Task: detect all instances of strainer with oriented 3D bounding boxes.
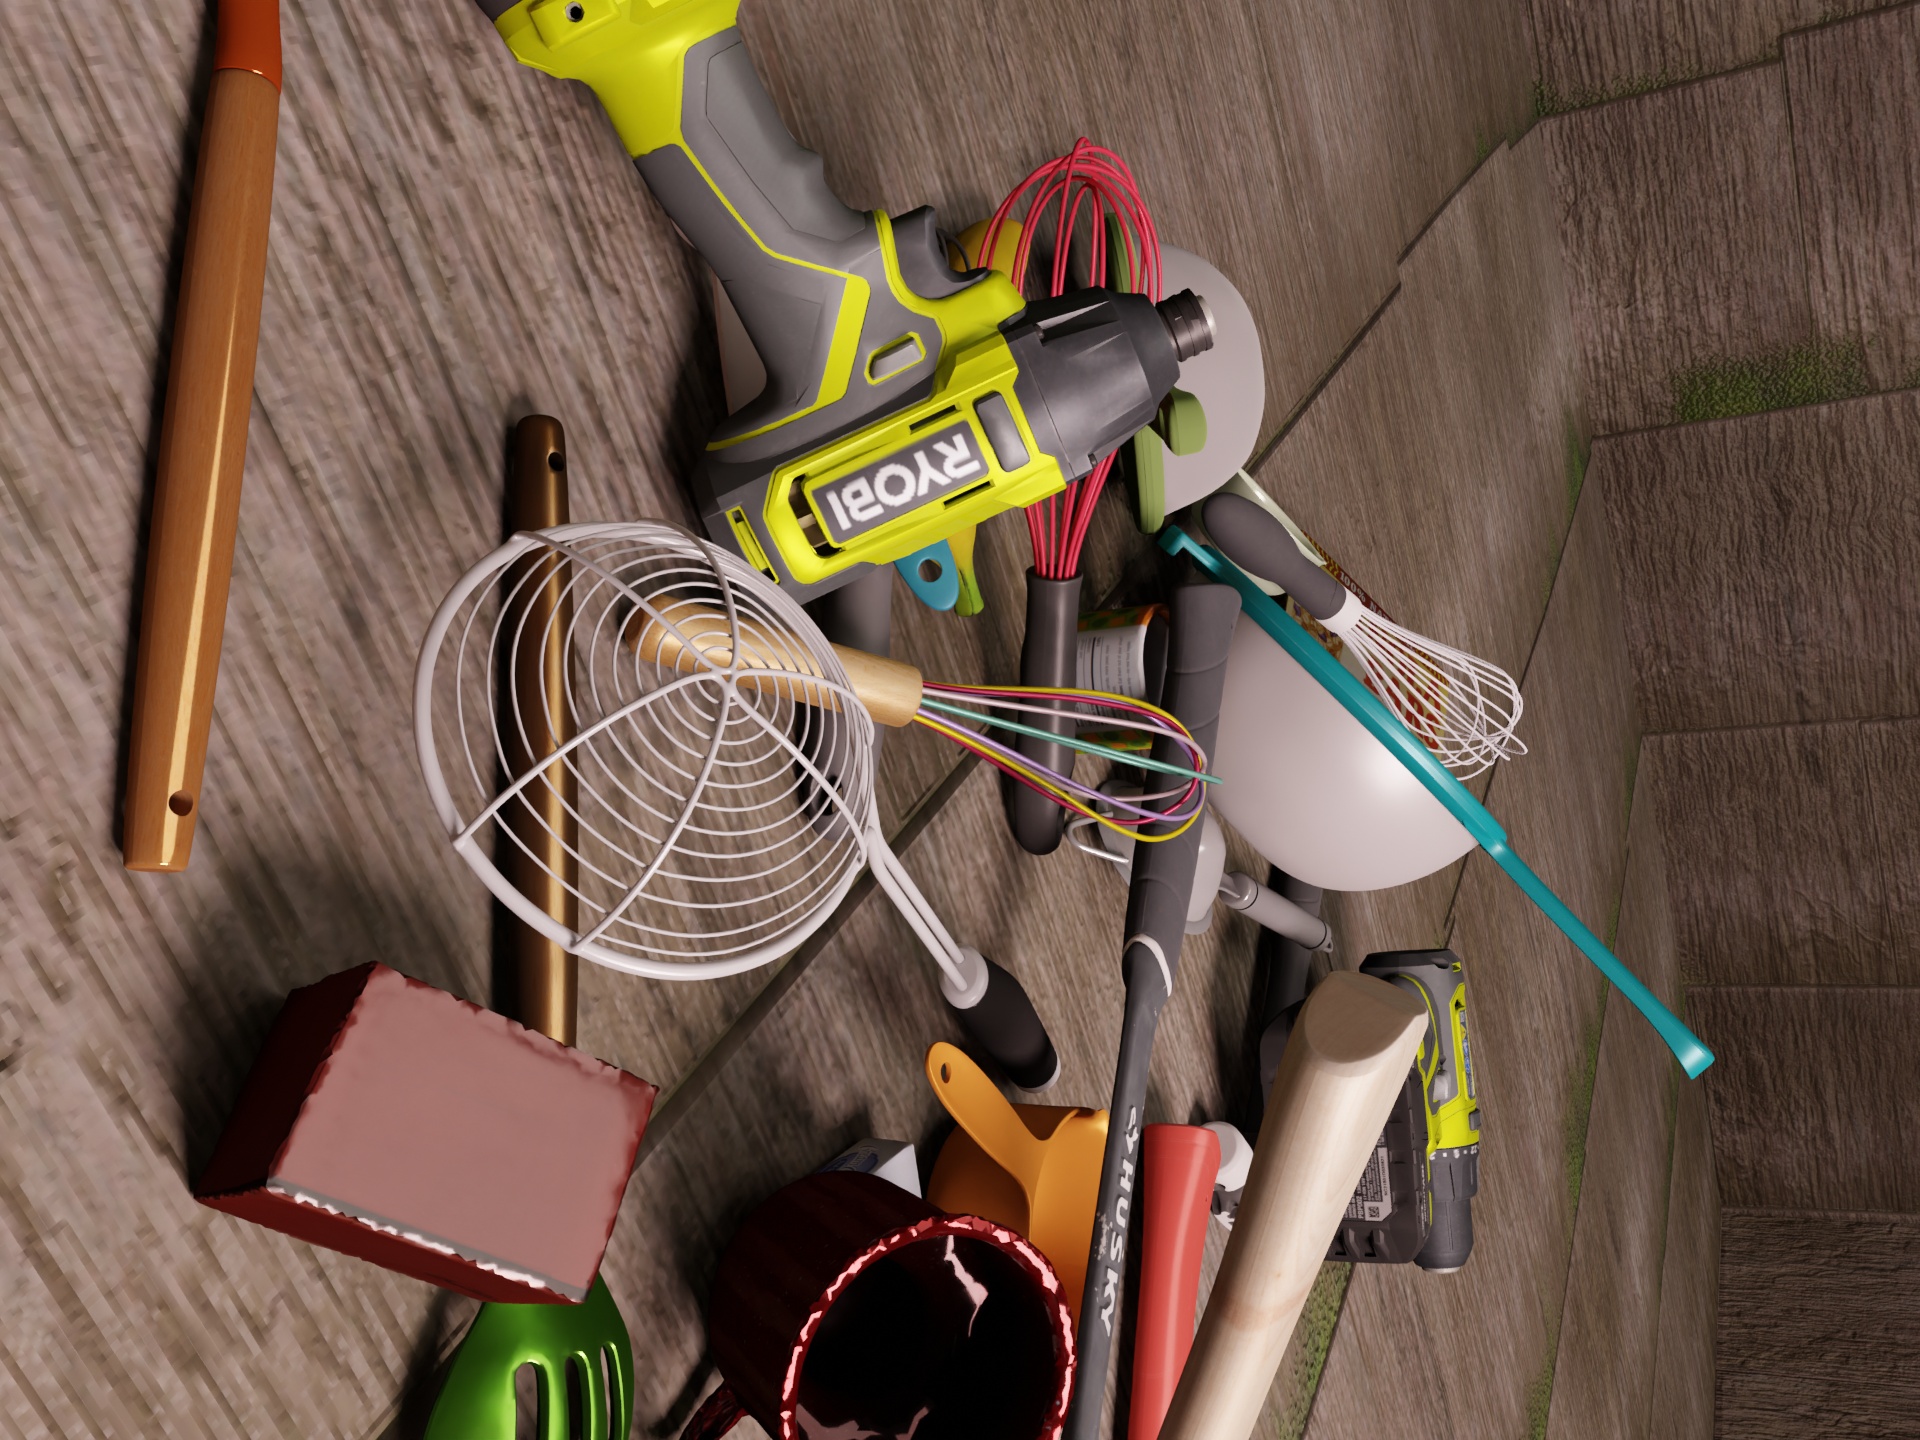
[{"bbox_3d":[0.141,0.083,0.822,0.258,0.050,0.087,30,35,-49],"label":"strainer"},{"bbox_3d":[0.204,0.060,0.778,0.341,0.095,0.210,50,10,23],"label":"strainer"},{"bbox_3d":[0.108,-0.151,0.710,0.256,0.069,0.151,-90,171,-72],"label":"strainer"}]

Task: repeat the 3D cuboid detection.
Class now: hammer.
[{"bbox_3d":[0.198,0.146,0.947,0.146,0.035,0.335,54,41,-40],"label":"hammer"},{"bbox_3d":[0.079,0.359,0.698,0.149,0.037,0.359,38,53,-51],"label":"hammer"},{"bbox_3d":[0.061,0.270,0.503,0.146,0.038,0.410,6,106,-57],"label":"hammer"},{"bbox_3d":[0.073,0.118,0.621,0.149,0.036,0.409,51,44,-50],"label":"hammer"}]

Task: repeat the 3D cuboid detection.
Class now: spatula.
[{"bbox_3d":[-0.162,-0.127,0.366,0.081,0.041,0.323,19,69,-58],"label":"spatula"}]

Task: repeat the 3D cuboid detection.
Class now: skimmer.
[{"bbox_3d":[-0.042,0.065,0.523,0.362,0.090,0.127,62,25,-58],"label":"skimmer"}]

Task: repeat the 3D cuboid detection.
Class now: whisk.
[{"bbox_3d":[-0.031,-0.074,0.579,0.055,0.055,0.239,24,68,-56],"label":"whisk"},{"bbox_3d":[-0.001,0.000,0.547,0.244,0.051,0.047,15,100,-34],"label":"whisk"},{"bbox_3d":[0.220,-0.046,0.852,0.284,0.070,0.070,32,56,-35],"label":"whisk"},{"bbox_3d":[0.038,-0.077,0.638,0.073,0.073,0.295,-39,136,-56],"label":"whisk"}]

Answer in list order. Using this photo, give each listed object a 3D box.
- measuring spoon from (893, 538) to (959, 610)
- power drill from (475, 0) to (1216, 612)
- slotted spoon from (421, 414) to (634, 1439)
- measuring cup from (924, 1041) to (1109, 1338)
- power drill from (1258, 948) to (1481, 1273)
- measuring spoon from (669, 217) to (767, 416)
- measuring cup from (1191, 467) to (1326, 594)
[{"bbox_3d":[-0.032,-0.097,0.548,0.129,0.042,0.021,64,-1,7],"label":"measuring spoon"},{"bbox_3d":[-0.032,-0.162,0.478,0.080,0.171,0.223,-107,172,-66],"label":"power drill"},{"bbox_3d":[-0.114,0.068,0.428,0.070,0.031,0.314,12,73,-56],"label":"slotted spoon"},{"bbox_3d":[0.006,0.164,0.584,0.173,0.052,0.095,58,40,-40],"label":"measuring cup"},{"bbox_3d":[0.245,0.231,0.900,0.228,0.080,0.190,9,75,-61],"label":"power drill"},{"bbox_3d":[-0.080,-0.129,0.541,0.034,0.018,0.124,-26,114,-45],"label":"measuring spoon"},{"bbox_3d":[0.158,-0.119,0.906,0.083,0.038,0.168,43,15,-16],"label":"measuring cup"}]
